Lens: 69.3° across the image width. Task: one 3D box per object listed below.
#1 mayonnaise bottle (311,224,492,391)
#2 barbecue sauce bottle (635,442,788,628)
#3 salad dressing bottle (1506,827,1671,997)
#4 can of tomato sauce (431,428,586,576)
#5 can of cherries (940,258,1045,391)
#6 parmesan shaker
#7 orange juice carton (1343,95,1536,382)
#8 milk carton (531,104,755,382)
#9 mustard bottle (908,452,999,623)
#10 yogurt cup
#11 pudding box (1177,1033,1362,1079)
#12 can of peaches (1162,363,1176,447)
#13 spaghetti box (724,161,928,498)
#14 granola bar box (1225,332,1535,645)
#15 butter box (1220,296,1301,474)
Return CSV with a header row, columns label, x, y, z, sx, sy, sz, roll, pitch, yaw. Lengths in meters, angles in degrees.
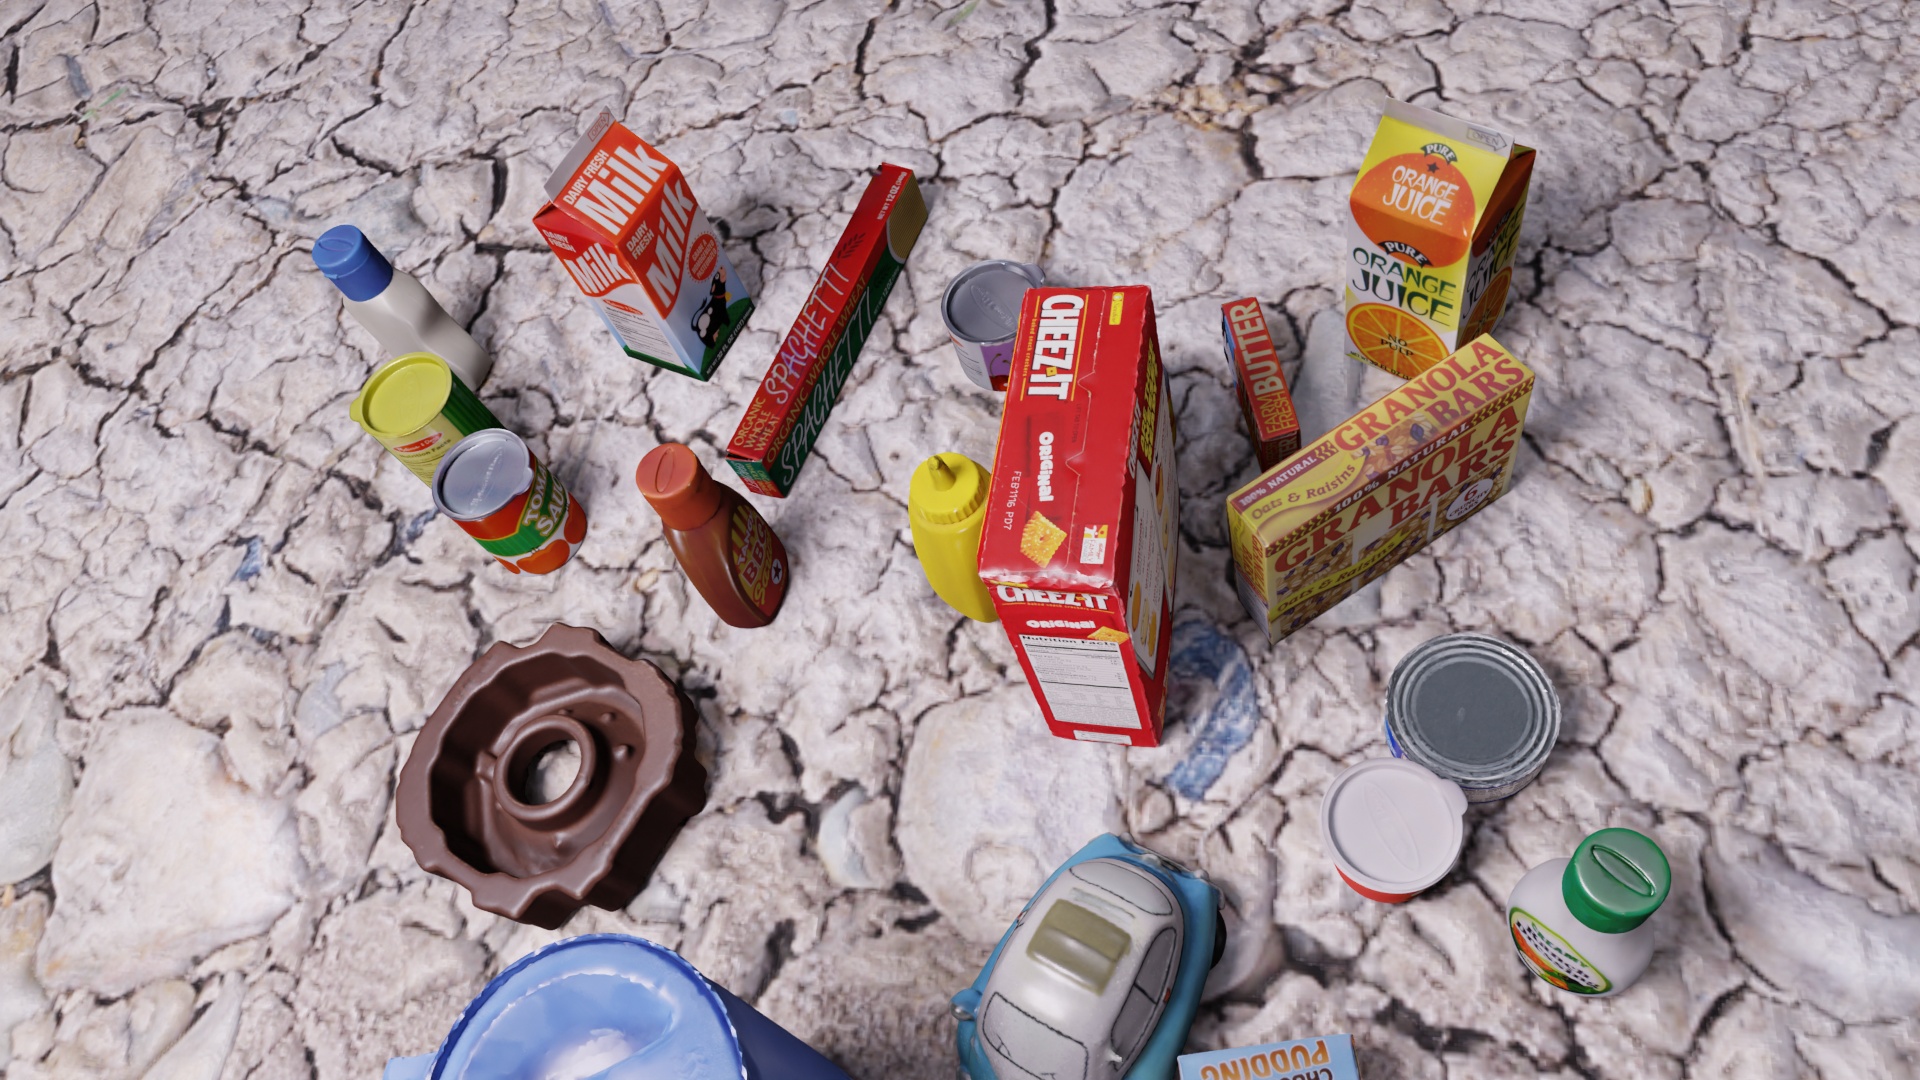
label,x,y,z,sx,sy,sz,roll,pitch,yaw
mayonnaise bottle,-0.389,-0.158,0.964,0.065,0.147,0.041,11,66,19
barbecue sauce bottle,-0.145,-0.004,0.819,0.043,0.148,0.065,0,62,14
salad dressing bottle,0.281,0.165,0.620,0.044,0.147,0.064,-43,61,-10
can of tomato sauce,-0.289,-0.023,0.903,0.071,0.082,0.071,-6,61,11
can of cherries,0.028,-0.140,0.903,0.071,0.058,0.072,-6,61,11
parmesan shaker,-0.347,-0.069,0.931,0.071,0.102,0.071,-6,61,11
orange juice carton,0.267,-0.170,0.782,0.072,0.192,0.073,30,73,26
milk carton,-0.212,-0.193,0.915,0.073,0.189,0.072,20,69,23
mustard bottle,0.003,-0.010,0.778,0.049,0.159,0.065,33,74,27
yogurt cup,0.216,0.149,0.700,0.072,0.053,0.073,-6,61,11
pudding box,0.147,0.258,0.659,0.084,0.049,0.030,-11,60,8
can of peaches,0.099,-0.079,0.852,0.071,0.058,0.071,-6,61,11
spaghetti box,-0.086,-0.144,0.938,0.029,0.050,0.251,15,66,21
granola bar box,0.224,-0.025,0.753,0.166,0.123,0.039,-32,59,-5
butter box,0.182,-0.091,0.841,0.024,0.053,0.104,-14,60,7
